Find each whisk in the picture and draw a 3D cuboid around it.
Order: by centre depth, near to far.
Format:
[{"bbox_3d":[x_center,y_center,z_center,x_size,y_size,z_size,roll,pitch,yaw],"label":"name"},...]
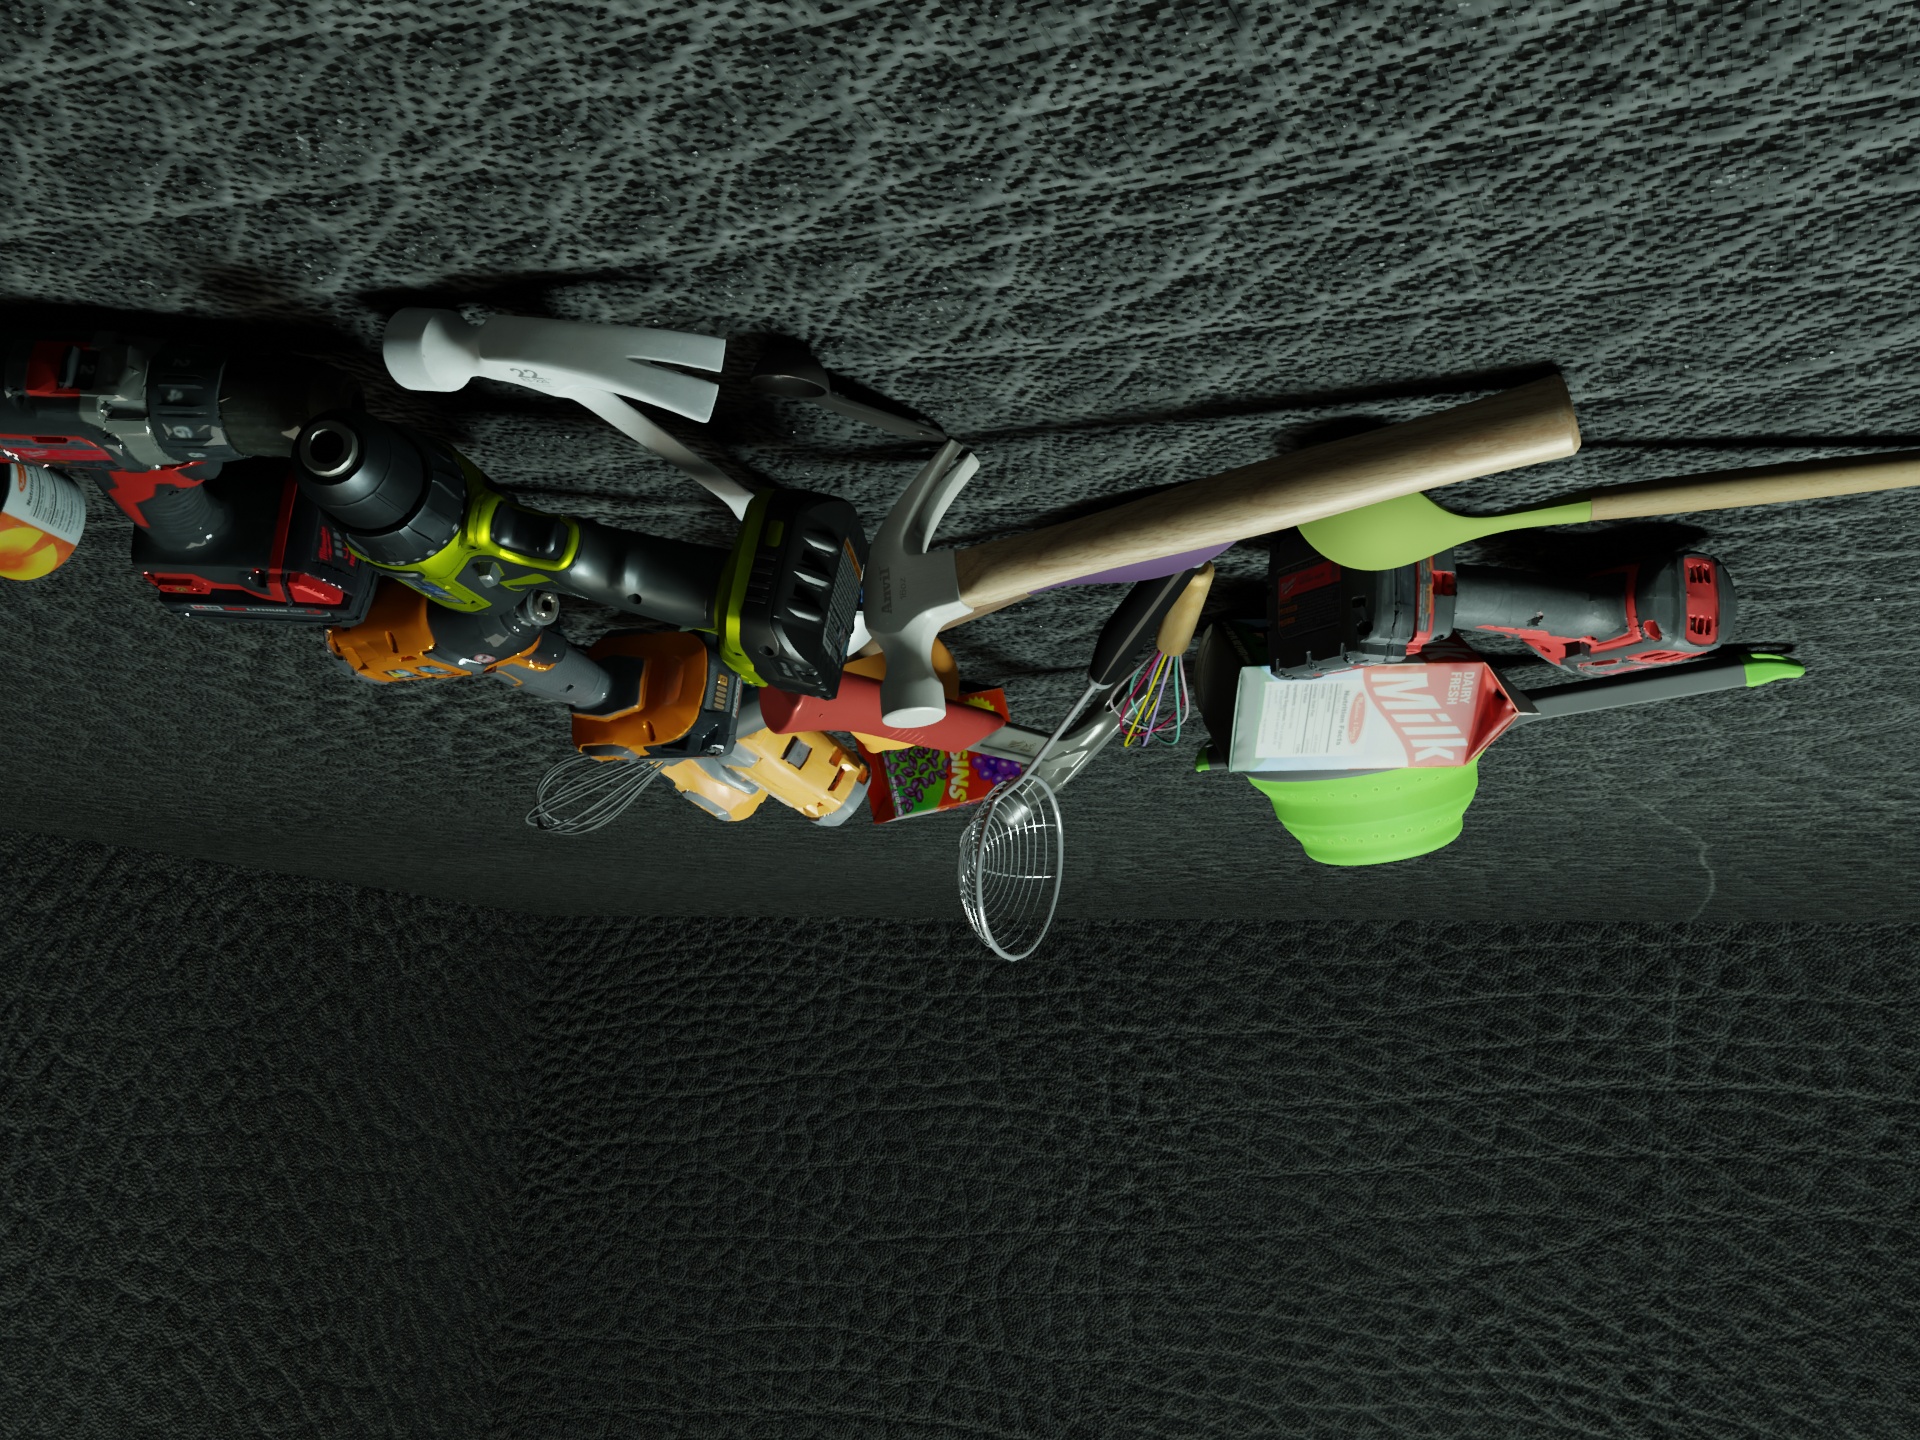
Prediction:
[{"bbox_3d":[0.132,-0.038,1.018,0.047,0.051,0.244,-26,161,-12],"label":"whisk"},{"bbox_3d":[-0.197,0.022,1.077,0.239,0.055,0.055,-24,158,18],"label":"whisk"}]

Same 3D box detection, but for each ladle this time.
[{"bbox_3d":[0.313,-0.114,0.730,0.320,0.062,0.078,-6,171,8],"label":"ladle"}]

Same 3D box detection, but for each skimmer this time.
[{"bbox_3d":[0.087,0.023,0.997,0.090,0.127,0.363,34,137,2],"label":"skimmer"}]

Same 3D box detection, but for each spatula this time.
[{"bbox_3d":[0.018,-0.069,0.900,0.316,0.018,0.059,-17,139,32],"label":"spatula"}]

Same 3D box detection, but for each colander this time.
[{"bbox_3d":[0.367,0.030,1.098,0.397,0.094,0.204,-10,-172,18],"label":"colander"}]

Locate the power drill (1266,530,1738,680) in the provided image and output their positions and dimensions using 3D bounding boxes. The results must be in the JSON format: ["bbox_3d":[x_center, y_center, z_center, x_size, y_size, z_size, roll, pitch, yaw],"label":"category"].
[{"bbox_3d":[0.286,-0.060,0.867,0.219,0.078,0.143,2,175,-15],"label":"power drill"}]

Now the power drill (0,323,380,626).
[{"bbox_3d":[-0.354,-0.119,0.773,0.188,0.080,0.226,2,164,2],"label":"power drill"}]

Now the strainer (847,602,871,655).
[{"bbox_3d":[-0.142,-0.072,0.862,0.258,0.050,0.087,15,-173,0],"label":"strainer"}]

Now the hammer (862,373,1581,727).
[{"bbox_3d":[0.105,-0.095,0.723,0.331,0.130,0.031,-14,162,21],"label":"hammer"}]

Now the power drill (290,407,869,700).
[{"bbox_3d":[-0.164,-0.077,0.704,0.228,0.080,0.190,12,173,3],"label":"power drill"}]

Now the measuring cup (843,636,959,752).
[{"bbox_3d":[-0.087,-0.042,1.074,0.174,0.095,0.052,18,168,20],"label":"measuring cup"}]

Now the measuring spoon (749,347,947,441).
[{"bbox_3d":[-0.045,-0.146,0.716,0.034,0.018,0.124,5,178,37],"label":"measuring spoon"}]

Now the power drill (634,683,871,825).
[{"bbox_3d":[-0.186,0.010,1.195,0.185,0.084,0.226,35,164,-22],"label":"power drill"}]

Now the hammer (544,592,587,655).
[{"bbox_3d":[-0.279,-0.073,1.050,0.128,0.033,0.331,4,167,-9],"label":"hammer"}]

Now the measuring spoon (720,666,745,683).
[{"bbox_3d":[-0.151,-0.033,1.089,0.042,0.021,0.128,22,174,-8],"label":"measuring spoon"}]

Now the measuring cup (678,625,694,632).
[{"bbox_3d":[-0.146,-0.062,1.047,0.083,0.038,0.167,12,163,-34],"label":"measuring cup"}]

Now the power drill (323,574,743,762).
[{"bbox_3d":[-0.233,-0.036,0.942,0.164,0.084,0.226,-4,163,37],"label":"power drill"}]

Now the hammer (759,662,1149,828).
[{"bbox_3d":[-0.002,-0.003,1.022,0.149,0.037,0.358,-48,152,16],"label":"hammer"}]

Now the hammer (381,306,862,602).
[{"bbox_3d":[-0.103,-0.109,0.808,0.144,0.035,0.405,8,171,22],"label":"hammer"}]
